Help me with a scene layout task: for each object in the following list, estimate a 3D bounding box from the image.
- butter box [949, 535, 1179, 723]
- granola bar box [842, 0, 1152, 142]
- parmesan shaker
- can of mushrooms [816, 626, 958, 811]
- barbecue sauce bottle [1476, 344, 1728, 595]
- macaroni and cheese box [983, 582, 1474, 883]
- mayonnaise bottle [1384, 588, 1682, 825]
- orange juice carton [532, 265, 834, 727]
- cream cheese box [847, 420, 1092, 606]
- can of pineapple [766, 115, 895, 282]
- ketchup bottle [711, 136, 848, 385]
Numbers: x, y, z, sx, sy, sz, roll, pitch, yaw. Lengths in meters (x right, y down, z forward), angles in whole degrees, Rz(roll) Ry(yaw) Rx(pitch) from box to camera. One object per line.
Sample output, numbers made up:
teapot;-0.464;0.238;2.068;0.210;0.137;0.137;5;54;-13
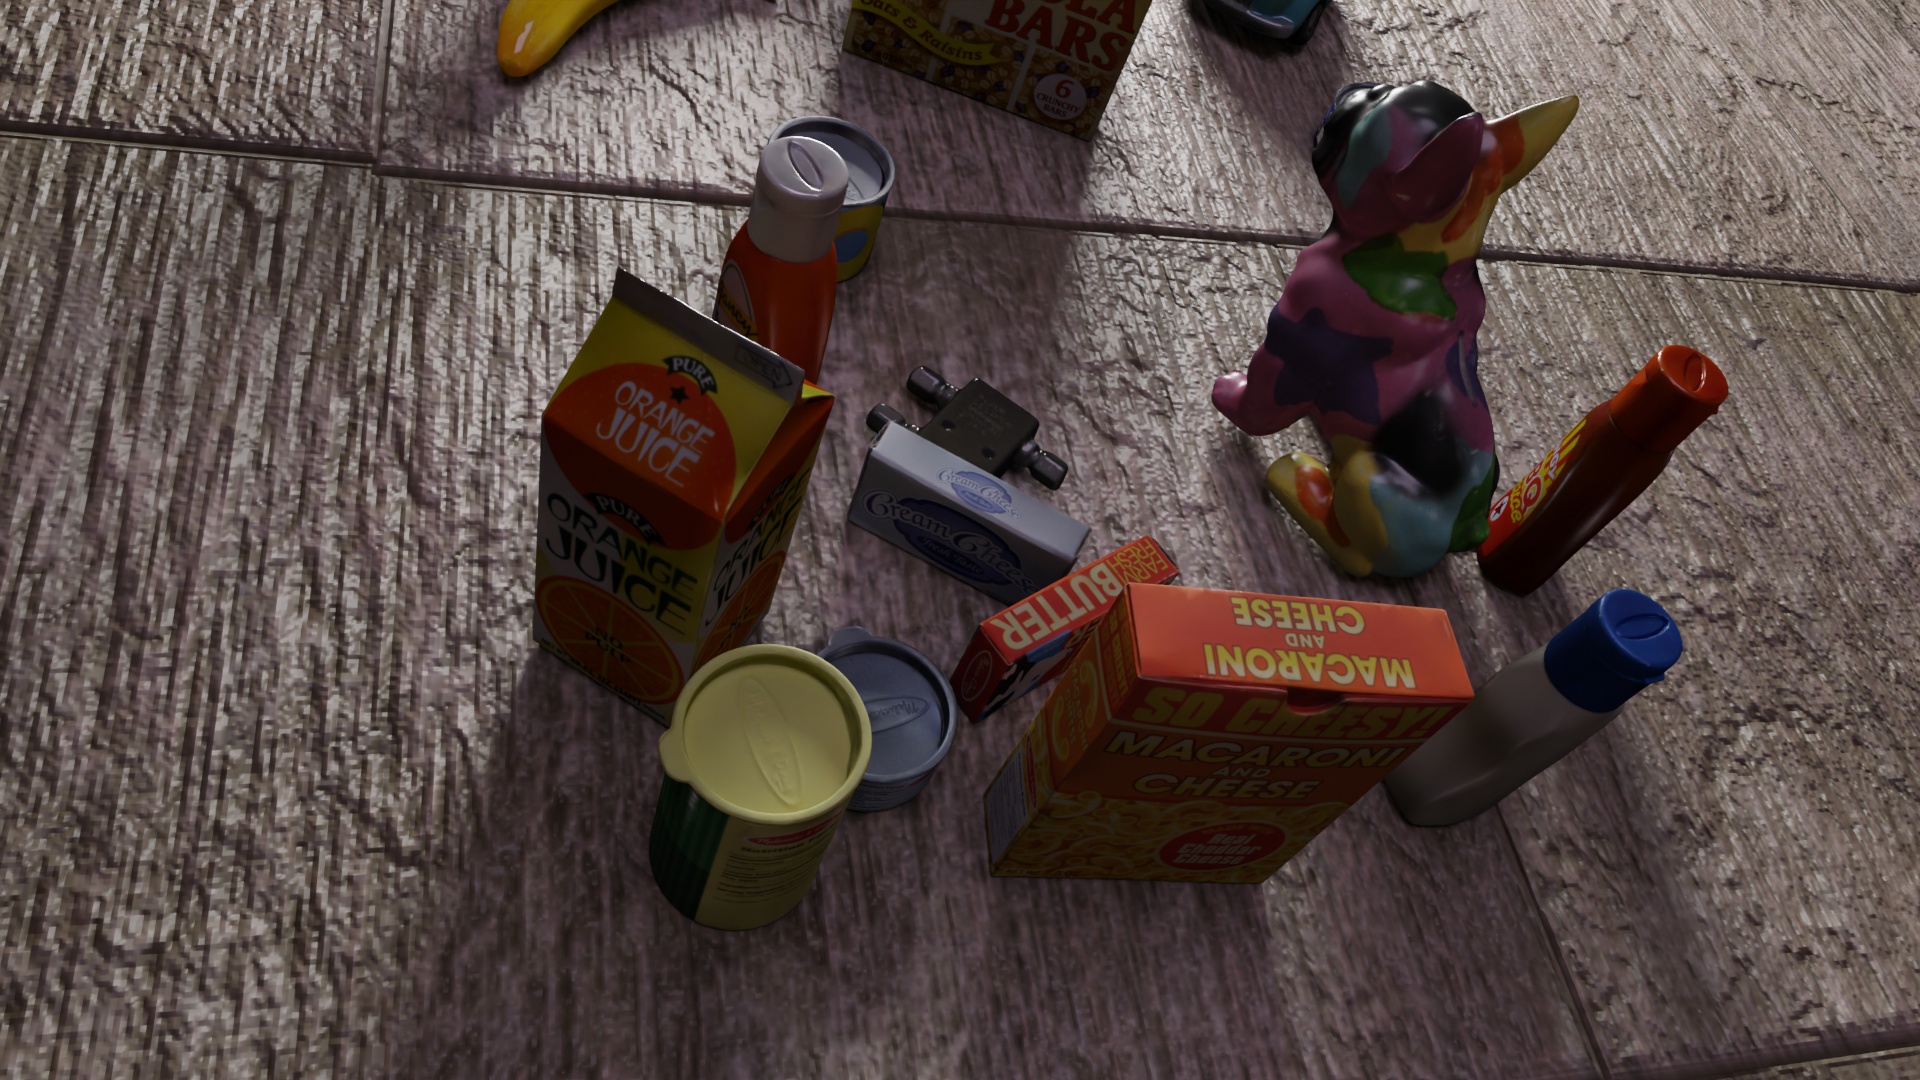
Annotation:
butter box;0.045;0.038;0.609;0.104;0.052;0.024;-26;67;-32
granola bar box;0.024;-0.319;0.813;0.165;0.123;0.039;19;52;-5
parmesan shaker;-0.077;0.091;0.497;0.071;0.102;0.071;9;53;-12
can of mushrooms;-0.038;0.073;0.568;0.071;0.033;0.071;9;53;-12
barbecue sauce bottle;0.317;-0.035;0.693;0.044;0.147;0.065;31;52;4
macaroni and cheese box;0.092;0.080;0.522;0.124;0.165;0.040;5;54;-15
mayonnaise bottle;0.242;0.073;0.589;0.065;0.147;0.041;-10;59;-24
orange juice carton;-0.104;-0.016;0.509;0.072;0.191;0.073;31;52;5
cream cheese box;0.002;-0.008;0.627;0.104;0.053;0.024;28;52;2
can of pineapple;-0.074;-0.175;0.719;0.071;0.057;0.071;9;53;-12
ketchup bottle;-0.081;-0.109;0.611;0.044;0.148;0.065;-17;63;-28
